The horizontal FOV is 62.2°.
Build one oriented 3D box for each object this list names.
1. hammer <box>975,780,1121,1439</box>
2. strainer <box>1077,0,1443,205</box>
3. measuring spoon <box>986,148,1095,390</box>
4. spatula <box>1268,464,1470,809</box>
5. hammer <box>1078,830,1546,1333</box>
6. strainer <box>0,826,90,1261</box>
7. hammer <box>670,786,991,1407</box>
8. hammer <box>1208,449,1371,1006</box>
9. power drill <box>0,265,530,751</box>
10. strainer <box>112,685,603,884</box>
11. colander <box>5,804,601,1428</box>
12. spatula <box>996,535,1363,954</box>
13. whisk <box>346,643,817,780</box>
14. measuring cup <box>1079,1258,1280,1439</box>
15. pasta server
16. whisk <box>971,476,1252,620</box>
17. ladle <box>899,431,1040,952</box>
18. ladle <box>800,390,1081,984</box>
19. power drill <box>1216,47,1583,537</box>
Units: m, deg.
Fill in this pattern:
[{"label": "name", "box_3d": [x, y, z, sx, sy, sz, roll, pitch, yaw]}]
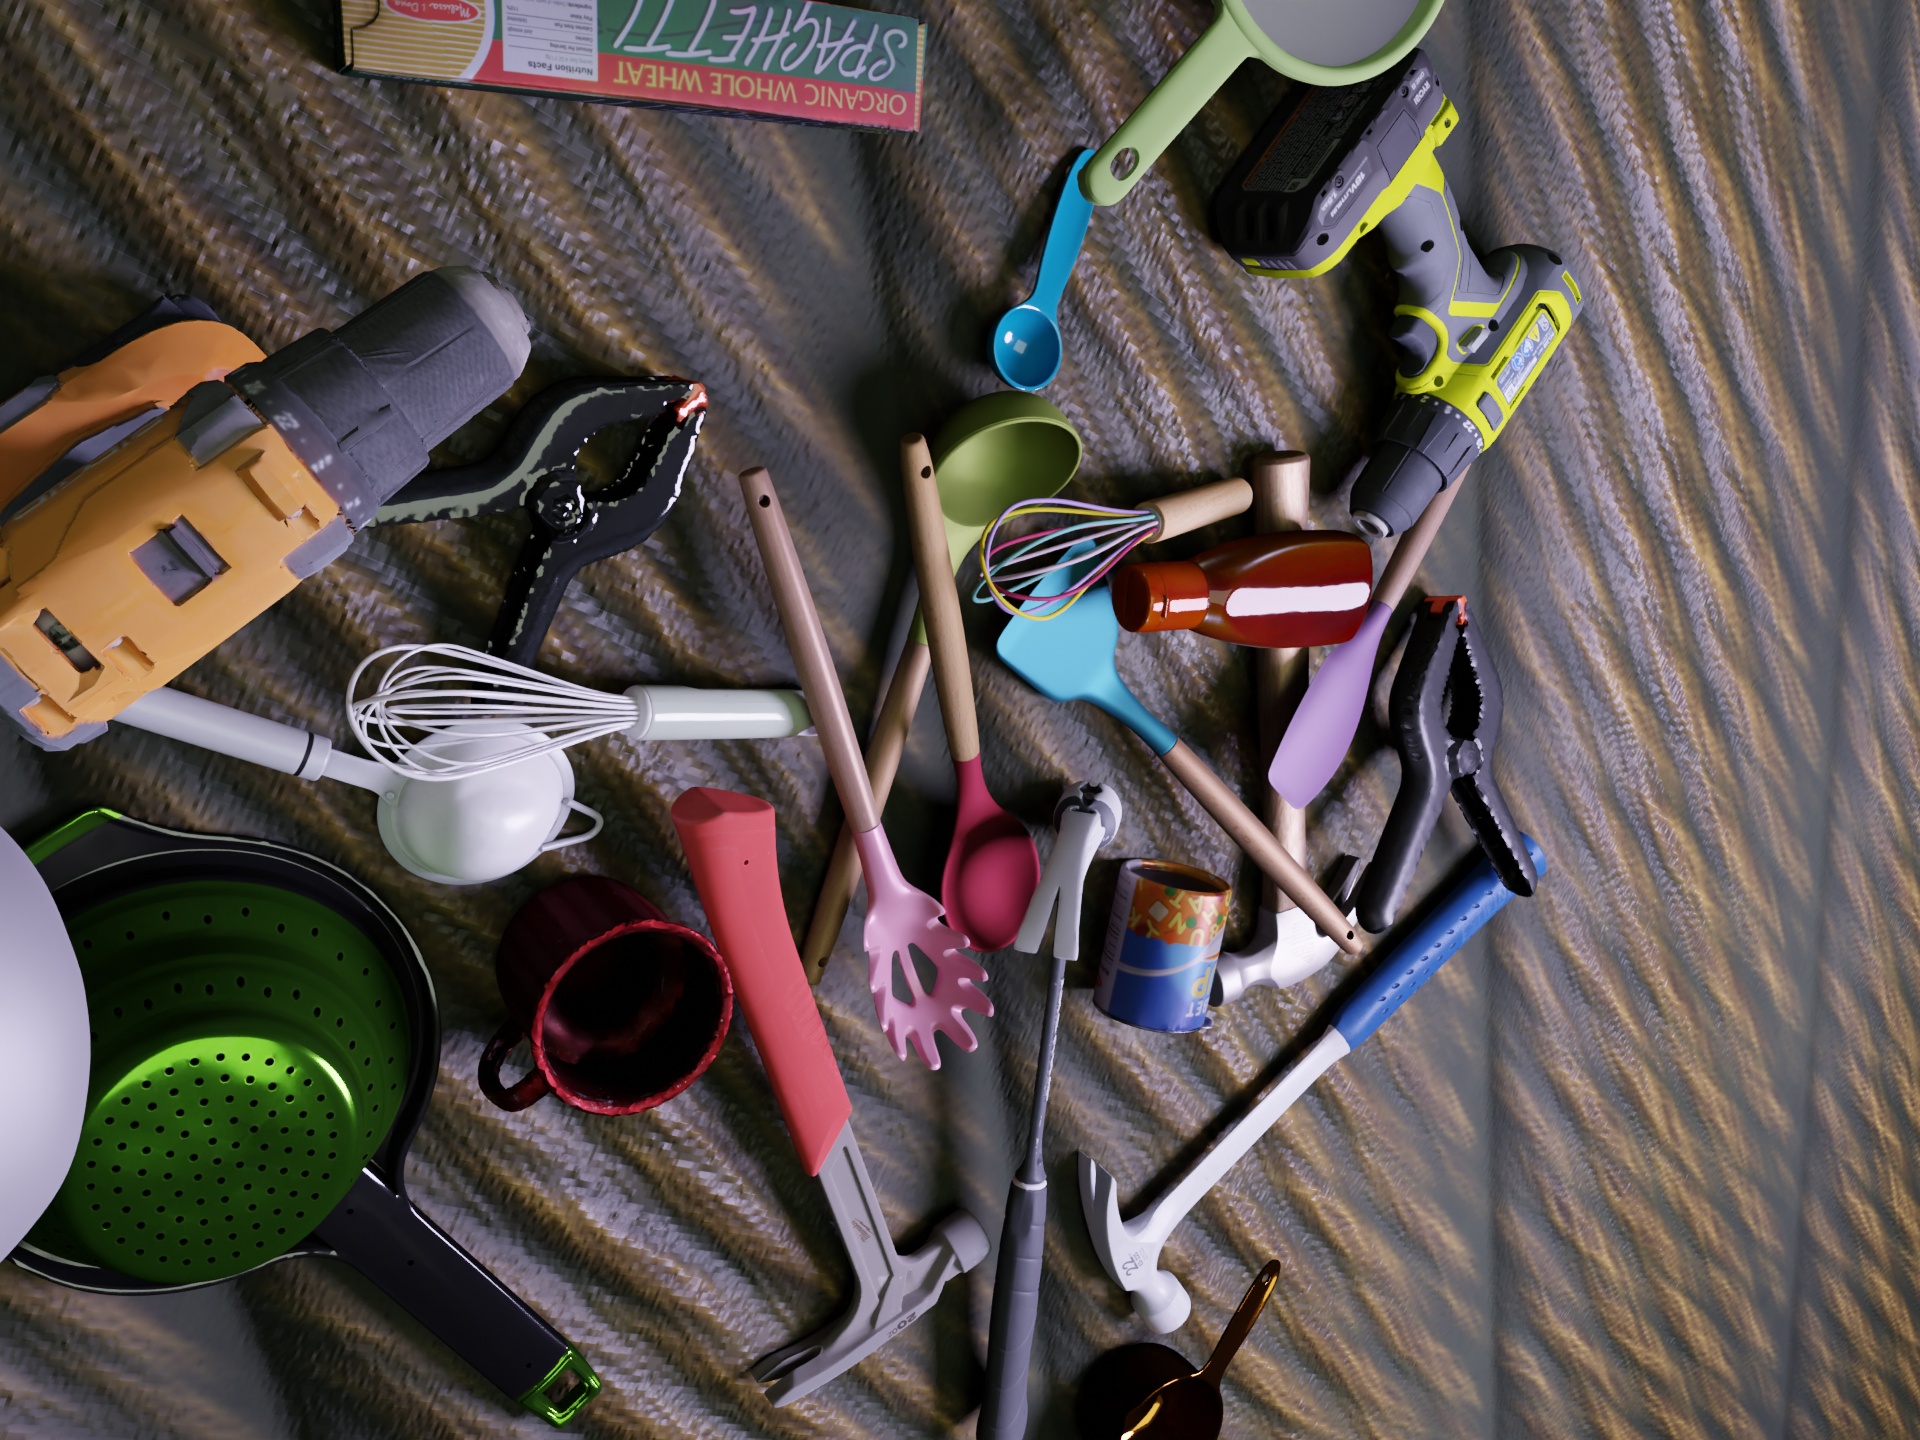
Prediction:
[{"label": "hammer", "box_3d": [0.041, 0.246, 0.889, 0.036, 0.149, 0.408, 9, 111, 10]}, {"label": "strainer", "box_3d": [0.135, -0.351, 0.784, 0.151, 0.069, 0.256, 42, 86, -27]}, {"label": "measuring spoon", "box_3d": [0.042, -0.226, 0.797, 0.042, 0.021, 0.128, 22, 83, -34]}, {"label": "spatula", "box_3d": [0.262, -0.088, 0.947, 0.059, 0.018, 0.316, 40, 73, -40]}, {"label": "hammer", "box_3d": [0.238, 0.211, 1.035, 0.405, 0.035, 0.144, -40, 122, -16]}, {"label": "strainer", "box_3d": [-0.327, 0.048, 0.491, 0.095, 0.211, 0.340, -19, 142, -49]}, {"label": "hammer", "box_3d": [-0.086, 0.192, 0.813, 0.149, 0.037, 0.358, -29, 122, -22]}, {"label": "hammer", "box_3d": [0.195, 0.005, 0.949, 0.130, 0.031, 0.331, -15, 111, -28]}, {"label": "power drill", "box_3d": [-0.246, -0.089, 0.526, 0.185, 0.226, 0.084, -42, 122, -15]}, {"label": "strainer", "box_3d": [-0.263, 0.020, 0.664, 0.258, 0.050, 0.087, 22, 106, -31]}, {"label": "colander", "box_3d": [-0.268, 0.215, 0.684, 0.204, 0.095, 0.396, -42, 122, -15]}, {"label": "spatula", "box_3d": [0.136, 0.033, 0.893, 0.317, 0.044, 0.082, 45, 74, -20]}, {"label": "whisk", "box_3d": [-0.151, -0.004, 0.702, 0.246, 0.058, 0.059, 0, 69, -46]}, {"label": "measuring cup", "box_3d": [0.143, 0.412, 1.029, 0.095, 0.052, 0.173, 41, 79, -34]}, {"label": "pasta server", "box_3d": [-0.050, 0.030, 0.765, 0.060, 0.040, 0.316, -24, 115, -17]}, {"label": "whisk", "box_3d": [0.084, -0.092, 0.803, 0.245, 0.047, 0.051, -23, 150, -49]}, {"label": "ladle", "box_3d": [-0.001, -0.002, 0.778, 0.069, 0.031, 0.315, -38, 138, -29]}, {"label": "ladle", "box_3d": [-0.021, -0.010, 0.796, 0.078, 0.062, 0.320, 11, 101, -44]}, {"label": "power drill", "box_3d": [0.241, -0.231, 0.881, 0.228, 0.080, 0.190, 42, 80, -37]}]
